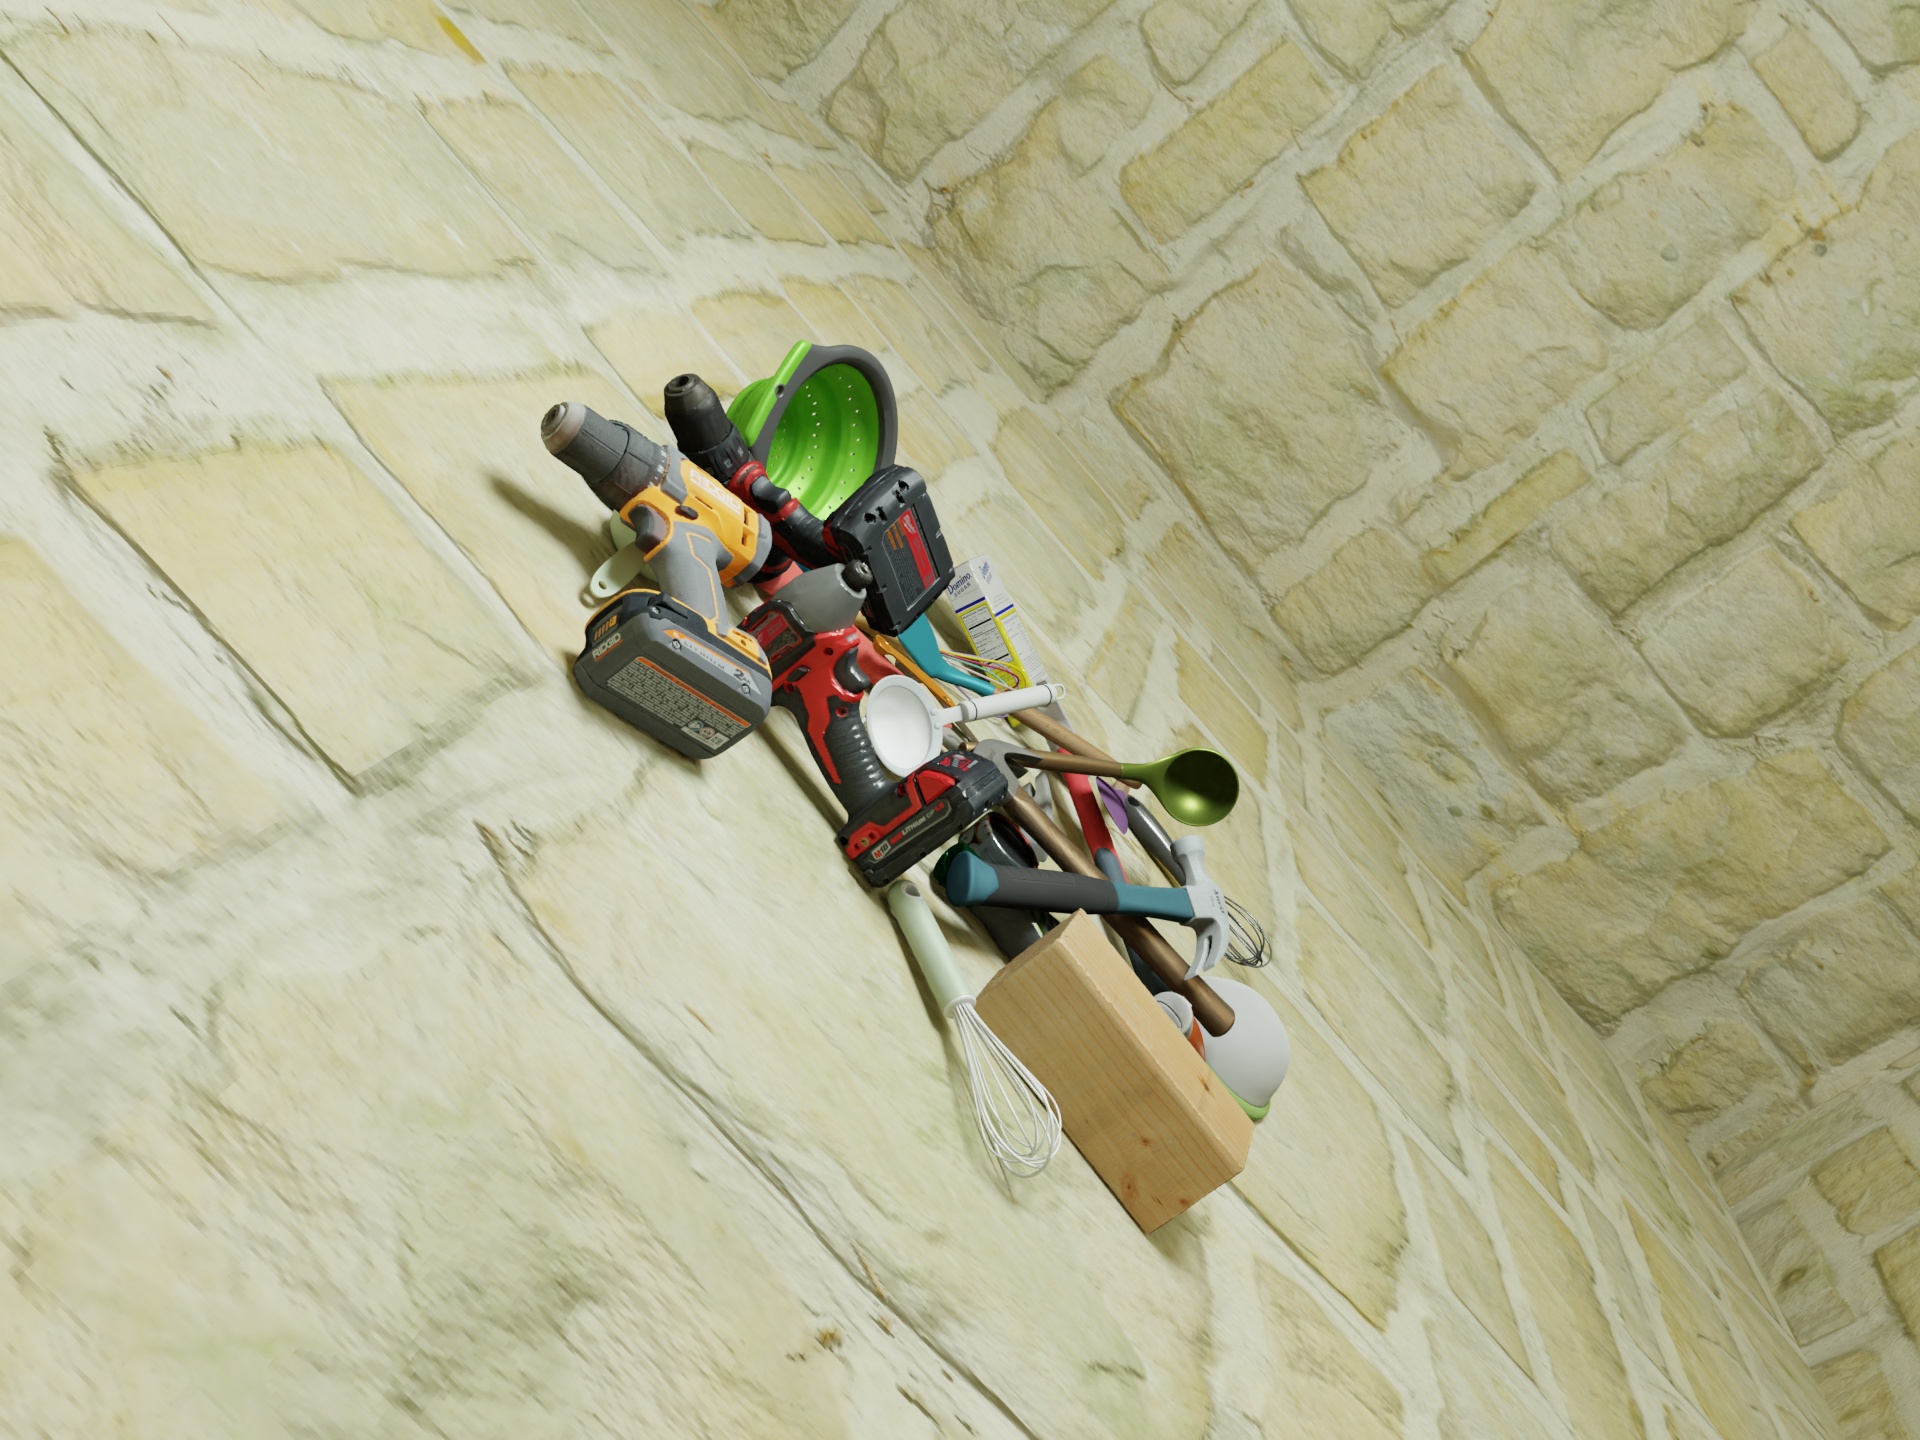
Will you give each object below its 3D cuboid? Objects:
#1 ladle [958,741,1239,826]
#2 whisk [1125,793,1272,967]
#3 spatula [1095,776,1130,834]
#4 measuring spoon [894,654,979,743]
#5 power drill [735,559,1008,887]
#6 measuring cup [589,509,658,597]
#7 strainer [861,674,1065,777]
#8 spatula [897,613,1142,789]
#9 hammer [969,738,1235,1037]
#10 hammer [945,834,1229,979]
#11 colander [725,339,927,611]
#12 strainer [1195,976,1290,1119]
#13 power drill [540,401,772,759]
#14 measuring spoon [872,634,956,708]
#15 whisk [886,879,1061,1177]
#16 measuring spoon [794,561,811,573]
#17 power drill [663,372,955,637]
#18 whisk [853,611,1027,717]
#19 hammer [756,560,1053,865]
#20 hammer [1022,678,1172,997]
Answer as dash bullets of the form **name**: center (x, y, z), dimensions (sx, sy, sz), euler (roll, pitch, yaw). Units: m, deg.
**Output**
- **ladle**: center (0.132, 0.048, 1.455), dimensions (0.320, 0.078, 0.062), euler (9, 16, -38)
- **whisk**: center (0.249, 0.171, 1.713), dimensions (0.239, 0.055, 0.055), euler (51, 18, 16)
- **spatula**: center (0.162, 0.073, 1.632), dimensions (0.060, 0.018, 0.316), euler (60, 9, 1)
- **measuring spoon**: center (-0.022, -0.013, 1.488), dimensions (0.124, 0.018, 0.034), euler (49, -10, -23)
- **power drill**: center (-0.072, -0.004, 1.149), dimensions (0.220, 0.143, 0.078), euler (53, 24, 3)
- **measuring cup**: center (-0.239, -0.118, 1.158), dimensions (0.083, 0.038, 0.168), euler (49, 29, -13)
- **strainer**: center (-0.002, -0.004, 1.359), dimensions (0.258, 0.050, 0.087), euler (-12, 87, -40)
- **spatula**: center (0.054, -0.018, 1.468), dimensions (0.317, 0.044, 0.082), euler (31, 36, -23)
- **hammer**: center (0.118, 0.144, 1.352), dimensions (0.331, 0.031, 0.130), euler (47, 26, -10)
- **hammer**: center (0.110, 0.140, 1.279), dimensions (0.330, 0.033, 0.128), euler (12, 53, -45)
- **colander**: center (-0.125, -0.213, 1.507), dimensions (0.094, 0.204, 0.396), euler (21, -14, 28)
- **strainer**: center (0.245, 0.296, 1.418), dimensions (0.151, 0.069, 0.256), euler (50, 17, 0)
- **power drill**: center (-0.208, -0.105, 1.076), dimensions (0.185, 0.084, 0.226), euler (35, 33, -37)
- **measuring spoon**: center (-0.040, -0.038, 1.389), dimensions (0.116, 0.011, 0.021), euler (40, 19, -40)
- **whisk**: center (0.003, 0.201, 1.080), dimensions (0.057, 0.059, 0.247), euler (10, 36, -38)
- **measuring spoon**: center (-0.125, -0.133, 1.430), dimensions (0.021, 0.042, 0.128), euler (12, -5, 28)
- **power drill**: center (-0.127, -0.169, 1.220), dimensions (0.227, 0.080, 0.187), euler (22, -33, 36)
- **whisk**: center (-0.019, -0.064, 1.541), dimensions (0.244, 0.047, 0.051), euler (27, 38, -42)
- **hammer**: center (-0.045, -0.022, 1.414), dimensions (0.358, 0.036, 0.149), euler (45, 19, -18)
- **hammer**: center (0.134, 0.129, 1.492), dimensions (0.143, 0.038, 0.387), euler (58, 11, -45)
